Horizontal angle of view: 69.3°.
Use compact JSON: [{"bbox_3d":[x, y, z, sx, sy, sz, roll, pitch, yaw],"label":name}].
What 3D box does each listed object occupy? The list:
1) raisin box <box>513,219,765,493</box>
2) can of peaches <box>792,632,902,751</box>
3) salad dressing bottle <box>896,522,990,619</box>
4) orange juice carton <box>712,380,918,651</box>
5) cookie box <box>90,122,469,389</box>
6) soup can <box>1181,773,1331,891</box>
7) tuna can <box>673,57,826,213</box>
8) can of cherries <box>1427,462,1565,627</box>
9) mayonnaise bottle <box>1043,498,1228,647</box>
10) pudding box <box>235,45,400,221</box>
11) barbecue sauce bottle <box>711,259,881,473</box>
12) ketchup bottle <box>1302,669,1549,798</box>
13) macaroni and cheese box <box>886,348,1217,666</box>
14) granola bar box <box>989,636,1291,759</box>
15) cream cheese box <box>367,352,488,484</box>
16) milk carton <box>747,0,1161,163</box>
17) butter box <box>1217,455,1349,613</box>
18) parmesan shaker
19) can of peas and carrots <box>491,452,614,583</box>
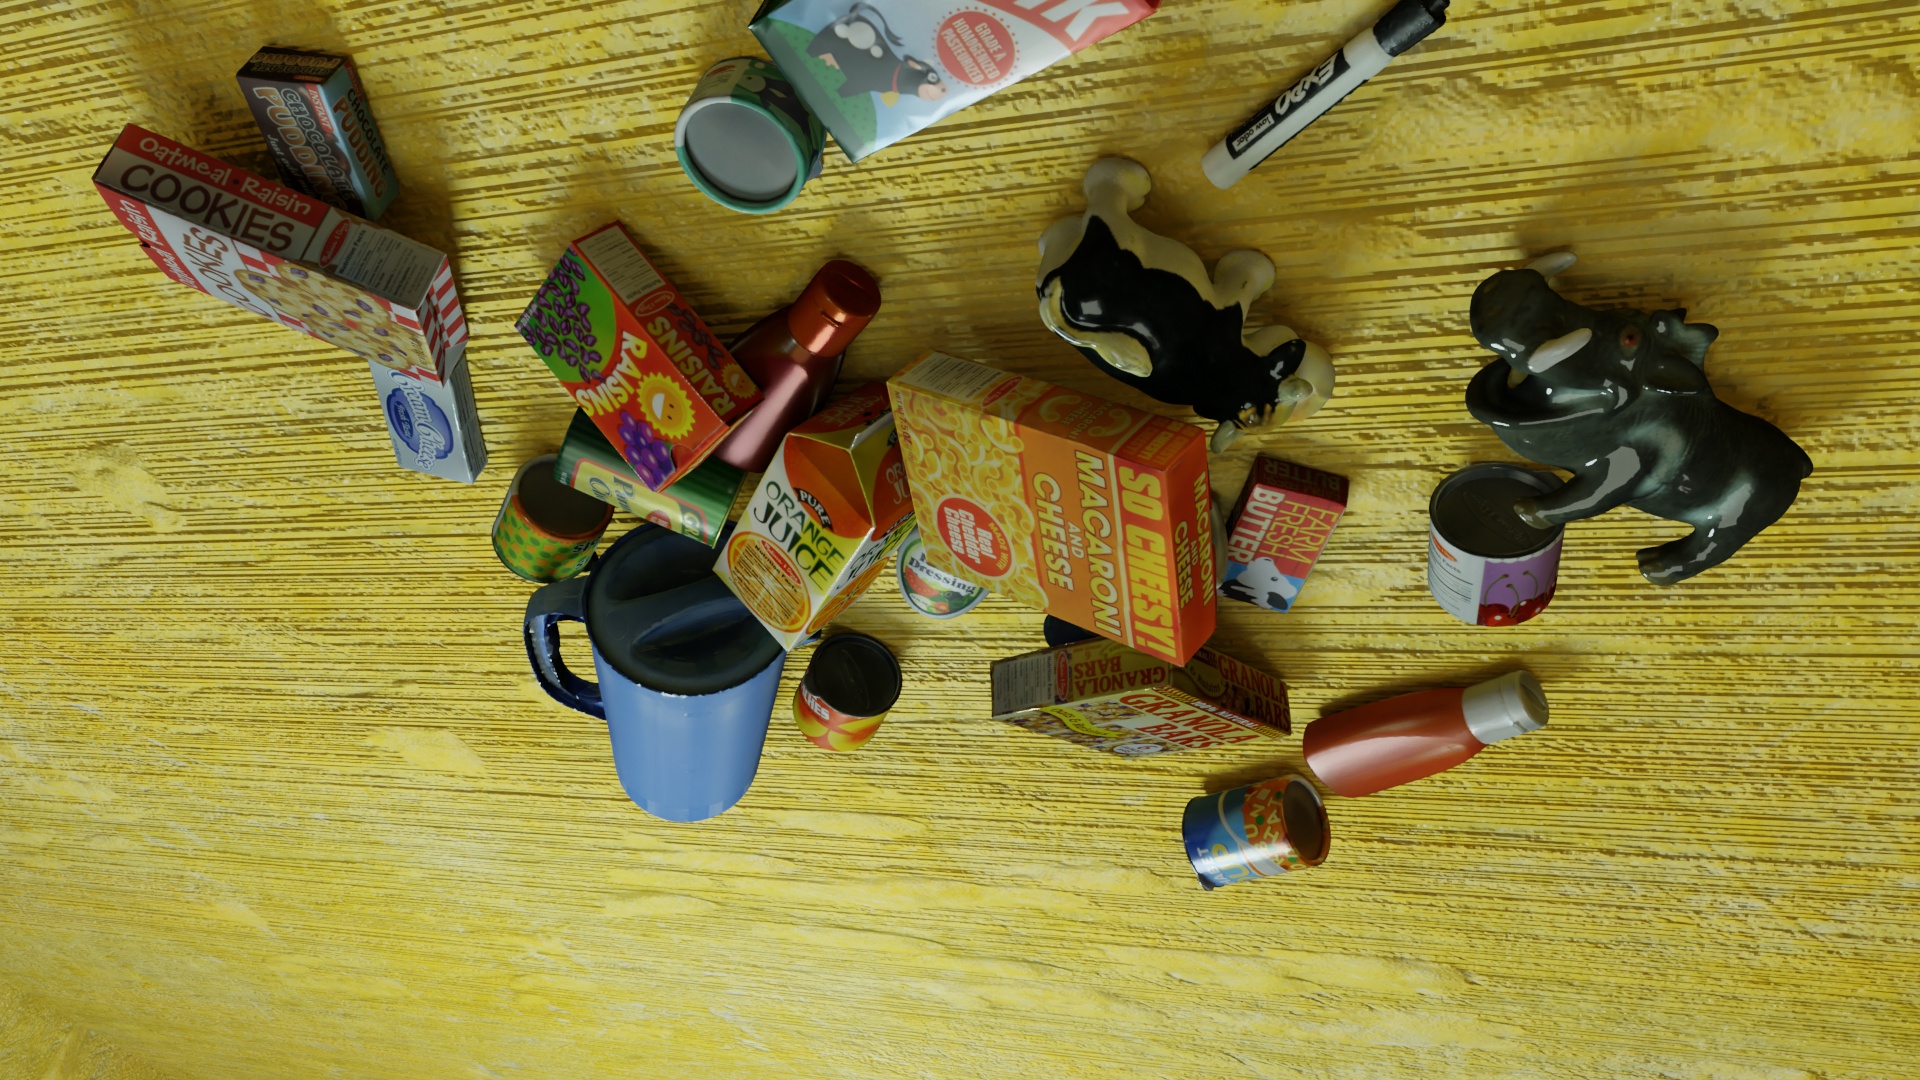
[{"bbox_3d":[-0.174,-0.097,0.751,0.123,0.040,0.085,50,134,-5],"label":"raisin box"},{"bbox_3d":[-0.082,0.107,0.973,0.071,0.071,0.057,22,142,-6],"label":"can of peaches"},{"bbox_3d":[0.003,-0.010,0.822,0.064,0.044,0.146,26,140,1],"label":"salad dressing bottle"},{"bbox_3d":[-0.069,-0.022,0.794,0.073,0.072,0.191,46,140,7],"label":"orange juice carton"},{"bbox_3d":[-0.362,-0.149,0.756,0.167,0.040,0.122,22,163,-8],"label":"cookie box"},{"bbox_3d":[0.211,0.209,0.989,0.083,0.072,0.071,-24,126,39],"label":"soup can"},{"bbox_3d":[-0.098,-0.188,0.656,0.071,0.033,0.070,10,140,9],"label":"tuna can"},{"bbox_3d":[0.281,0.002,0.724,0.071,0.072,0.058,1,139,18],"label":"can of cherries"},{"bbox_3d":[0.100,0.028,0.823,0.041,0.065,0.147,16,148,-21],"label":"mayonnaise bottle"},{"bbox_3d":[-0.328,-0.208,0.715,0.050,0.030,0.083,9,141,8],"label":"pudding box"},{"bbox_3d":[-0.095,-0.095,0.757,0.065,0.044,0.148,35,137,-15],"label":"barbecue sauce bottle"},{"bbox_3d":[0.294,0.121,0.877,0.064,0.044,0.148,37,136,-25],"label":"ketchup bottle"},{"bbox_3d":[0.047,-0.019,0.697,0.166,0.040,0.123,21,138,35],"label":"macaroni and cheese box"},{"bbox_3d":[0.115,0.099,0.869,0.124,0.039,0.165,-15,155,33],"label":"granola bar box"},{"bbox_3d":[-0.333,-0.081,0.872,0.053,0.024,0.103,13,141,2],"label":"cream cheese box"},{"bbox_3d":[0.018,-0.227,0.537,0.190,0.073,0.073,-16,130,33],"label":"milk carton"},{"bbox_3d":[0.178,-0.002,0.787,0.053,0.024,0.103,14,141,2],"label":"butter box"},{"bbox_3d":[-0.182,-0.045,0.831,0.103,0.072,0.071,23,140,-8],"label":"parmesan shaker"},{"bbox_3d":[-0.260,-0.013,0.894,0.071,0.071,0.058,27,139,-13],"label":"can of peas and carrots"}]
